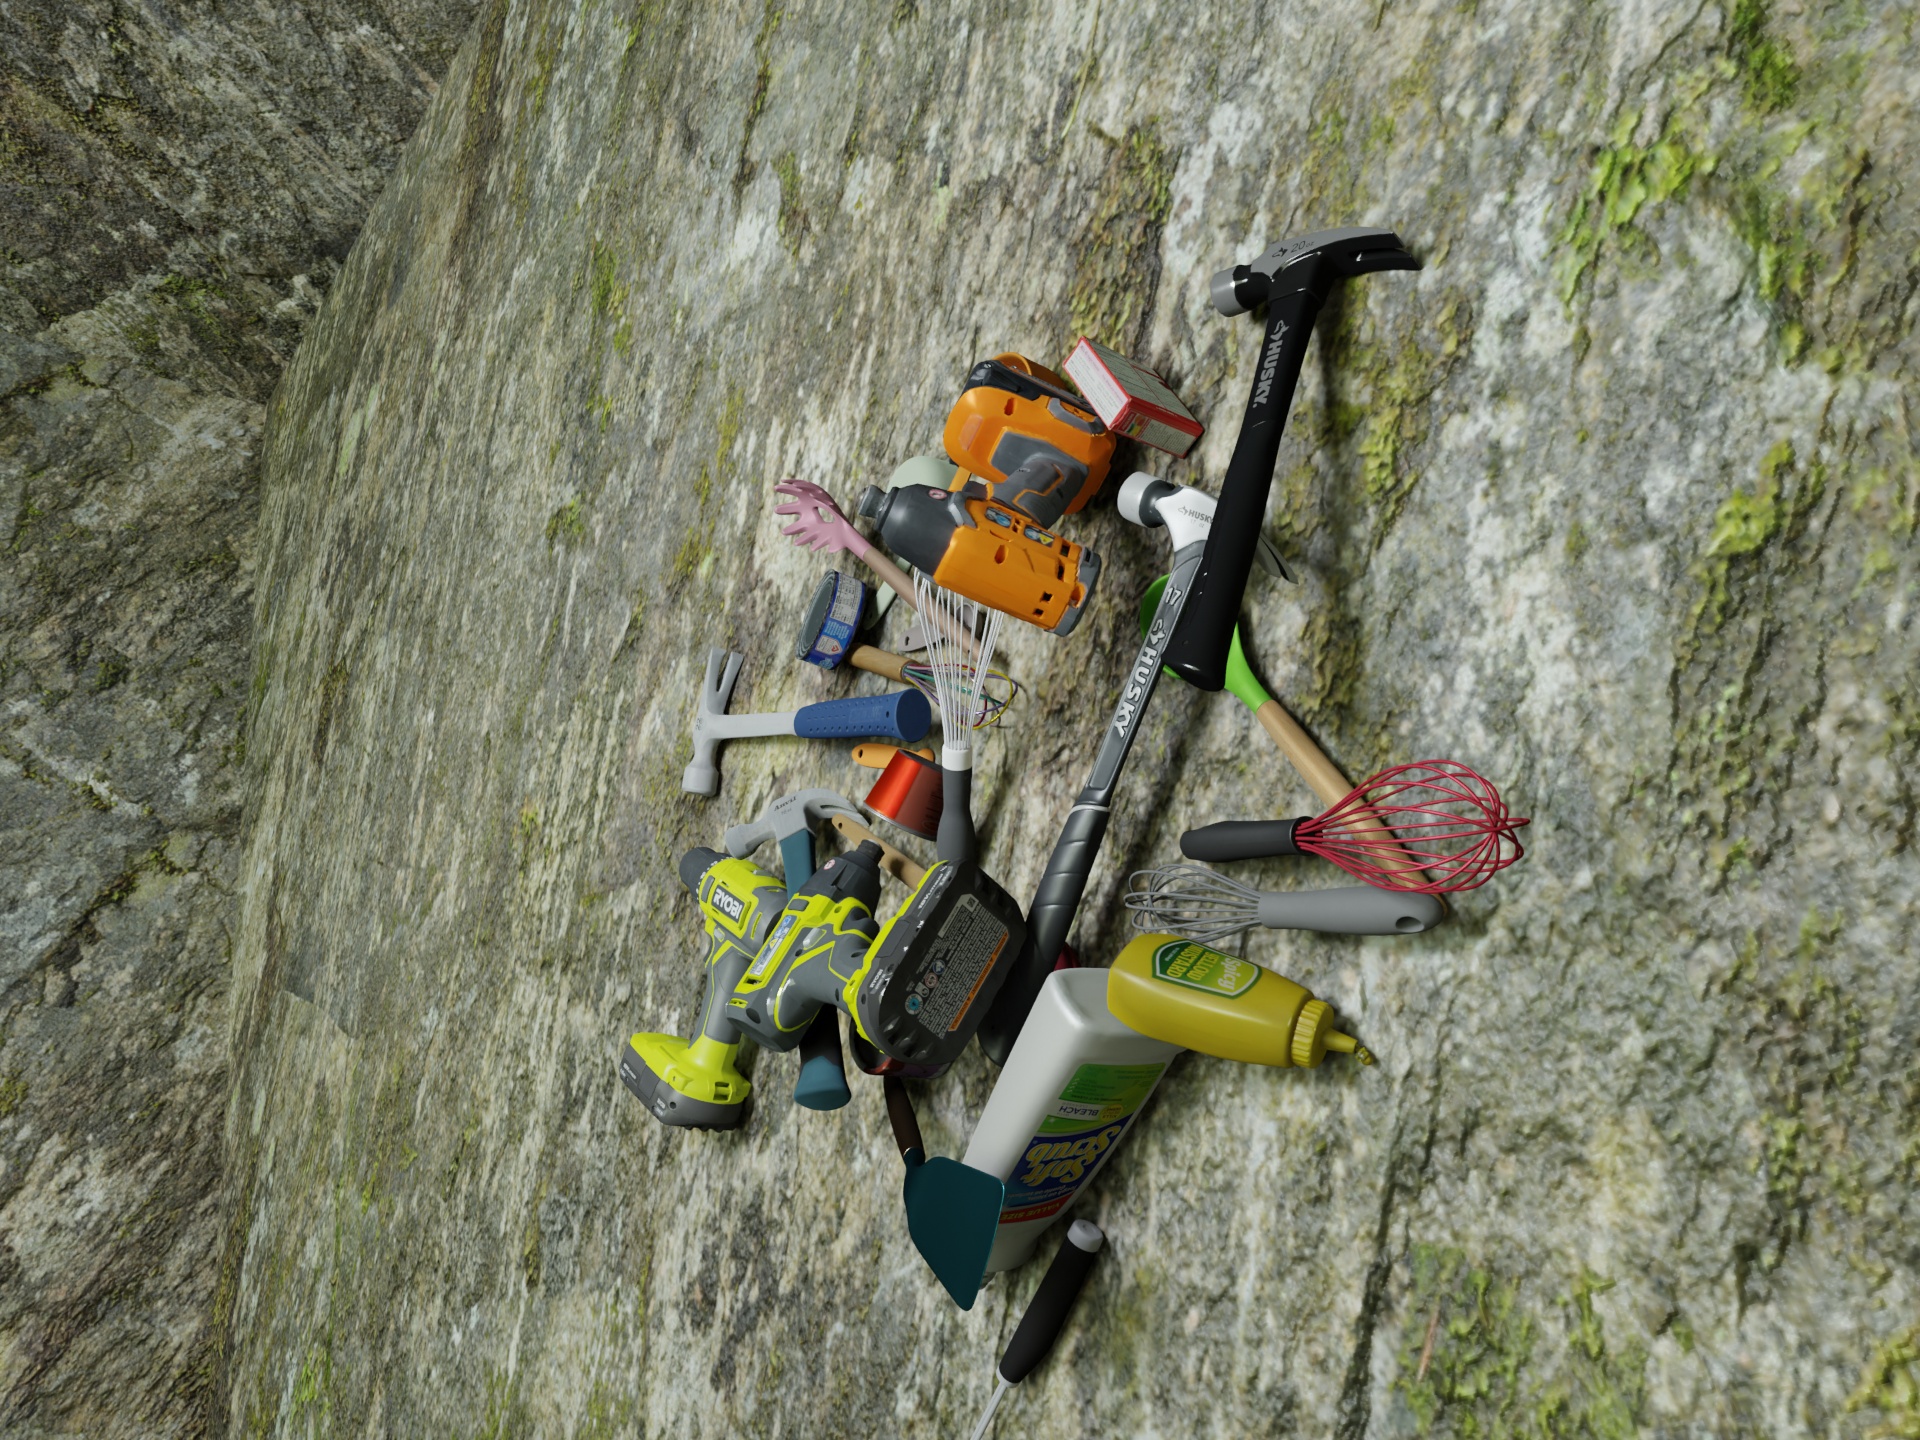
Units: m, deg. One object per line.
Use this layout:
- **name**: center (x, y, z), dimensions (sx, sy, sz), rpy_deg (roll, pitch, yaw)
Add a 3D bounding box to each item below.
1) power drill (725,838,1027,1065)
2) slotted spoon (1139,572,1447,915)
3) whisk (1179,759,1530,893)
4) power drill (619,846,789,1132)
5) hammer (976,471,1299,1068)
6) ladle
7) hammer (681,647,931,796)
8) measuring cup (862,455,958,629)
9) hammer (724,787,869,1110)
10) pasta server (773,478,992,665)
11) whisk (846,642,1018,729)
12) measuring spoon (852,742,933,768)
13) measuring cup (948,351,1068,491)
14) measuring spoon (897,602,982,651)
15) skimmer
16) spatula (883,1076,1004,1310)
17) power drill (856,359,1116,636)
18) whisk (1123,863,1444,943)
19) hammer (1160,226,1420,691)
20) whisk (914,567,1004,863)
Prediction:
- **power drill**: center (-0.061, 0.157, 1.119), dimensions (0.223, 0.080, 0.171), rpy_deg (-5, 47, 55)
- **slotted spoon**: center (0.203, 0.011, 0.991), dimensions (0.070, 0.031, 0.314), rpy_deg (-57, 43, 24)
- **whisk**: center (0.208, 0.065, 0.907), dimensions (0.296, 0.073, 0.073), rpy_deg (166, 113, -66)
- **power drill**: center (-0.227, 0.234, 1.436), dimensions (0.191, 0.080, 0.228), rpy_deg (23, 95, 51)
- **hammer**: center (0.098, 0.045, 1.058), dimensions (0.149, 0.036, 0.409), rpy_deg (31, 104, 47)
- **ladle**: center (-0.007, 0.140, 1.195), dimensions (0.316, 0.031, 0.069), rpy_deg (32, 107, 45)
- **hammer**: center (-0.146, -0.004, 1.411), dimensions (0.405, 0.035, 0.144), rpy_deg (-3, 76, 57)
- **measuring cup**: center (-0.055, -0.151, 1.364), dimensions (0.167, 0.038, 0.083), rpy_deg (-59, 40, 20)
- **hammer**: center (-0.123, 0.174, 1.268), dimensions (0.128, 0.033, 0.331), rpy_deg (-28, 38, 12)
- **pasta server**: center (-0.069, -0.125, 1.332), dimensions (0.317, 0.040, 0.060), rpy_deg (44, 141, 43)
- **whisk**: center (-0.033, -0.033, 1.297), dimensions (0.245, 0.051, 0.047), rpy_deg (20, 101, 56)
- **measuring spoon**: center (-0.061, 0.030, 1.336), dimensions (0.117, 0.011, 0.021), rpy_deg (4, 82, 53)
- **measuring cup**: center (0.028, -0.204, 1.264), dimensions (0.095, 0.052, 0.173), rpy_deg (47, 118, 48)
- **measuring spoon**: center (-0.016, -0.072, 1.314), dimensions (0.124, 0.018, 0.034), rpy_deg (-11, 73, 58)
- **skimmer**: center (-0.019, 0.482, 1.076), dimensions (0.127, 0.090, 0.363), rpy_deg (-96, 30, -76)
- **spatula**: center (-0.024, 0.297, 1.097), dimensions (0.317, 0.044, 0.082), rpy_deg (-148, 73, -81)
- **power drill**: center (0.023, -0.162, 1.102), dimensions (0.227, 0.164, 0.084), rpy_deg (-74, 10, -51)
- **whisk**: center (0.186, 0.111, 0.954), dimensions (0.239, 0.055, 0.055), rpy_deg (-7, 74, 52)
- **hammer**: center (0.187, -0.167, 0.982), dimensions (0.146, 0.035, 0.335), rpy_deg (-7, 56, 45)
- **whisk**: center (-0.002, -0.003, 1.176), dimensions (0.070, 0.070, 0.284), rpy_deg (31, 126, 52)
